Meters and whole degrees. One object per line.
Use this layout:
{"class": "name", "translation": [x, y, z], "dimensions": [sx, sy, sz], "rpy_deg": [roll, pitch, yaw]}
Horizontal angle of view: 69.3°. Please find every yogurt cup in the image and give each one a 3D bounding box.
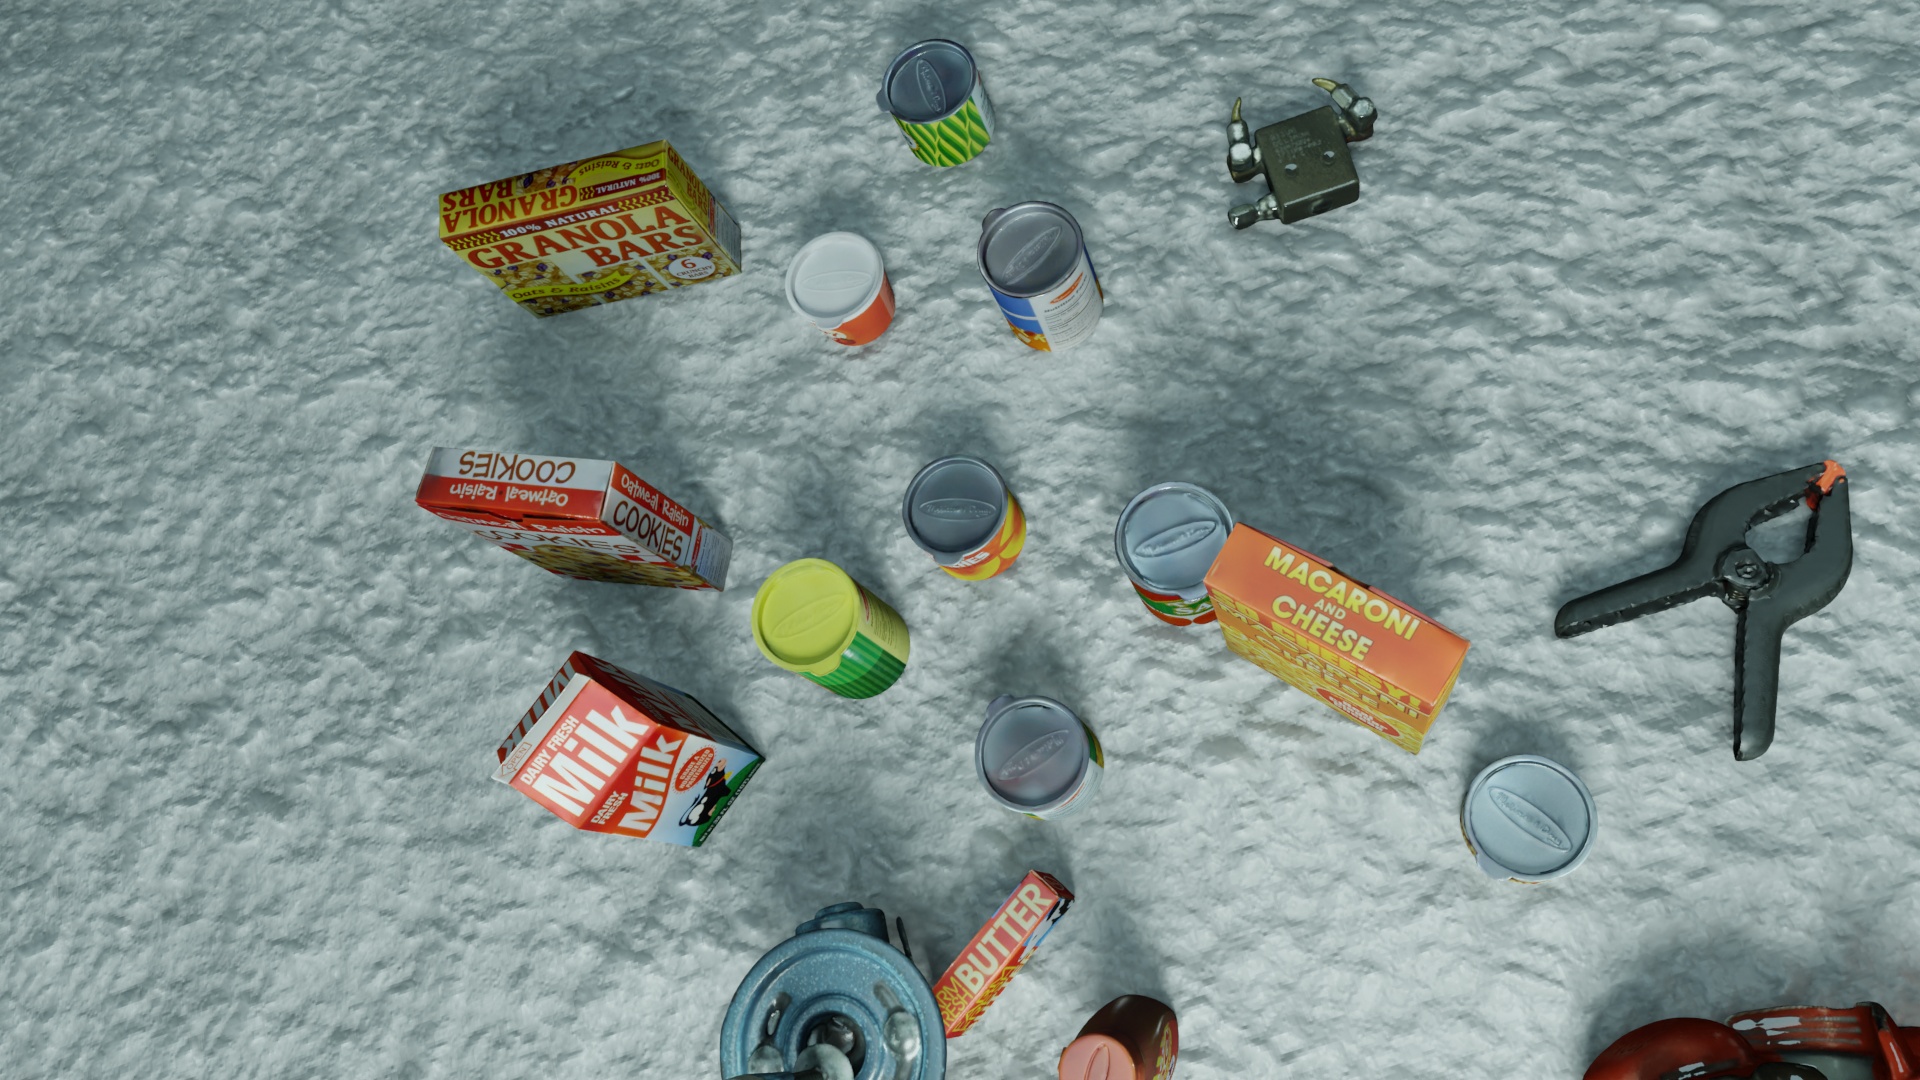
{"class": "yogurt cup", "translation": [-0.077, -0.166, 0.934], "dimensions": [0.072, 0.054, 0.072], "rpy_deg": [-4, 72, 14]}

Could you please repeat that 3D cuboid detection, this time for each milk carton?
{"class": "milk carton", "translation": [-0.194, 0.121, 0.801], "dimensions": [0.073, 0.190, 0.072], "rpy_deg": [36, 85, 22]}

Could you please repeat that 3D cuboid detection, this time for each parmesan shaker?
{"class": "parmesan shaker", "translation": [-0.075, 0.058, 0.836], "dimensions": [0.071, 0.103, 0.071], "rpy_deg": [-4, 72, 14]}

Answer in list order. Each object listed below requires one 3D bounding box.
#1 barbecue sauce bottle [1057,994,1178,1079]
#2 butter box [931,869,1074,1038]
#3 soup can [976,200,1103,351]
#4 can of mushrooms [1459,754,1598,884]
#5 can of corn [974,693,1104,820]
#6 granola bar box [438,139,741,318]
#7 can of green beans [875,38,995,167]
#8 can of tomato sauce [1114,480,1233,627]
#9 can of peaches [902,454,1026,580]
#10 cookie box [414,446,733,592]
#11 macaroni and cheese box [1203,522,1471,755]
{"class": "barbecue sauce bottle", "translation": [0.080, 0.265, 0.705], "dimensions": [0.044, 0.148, 0.065], "rpy_deg": [15, 78, 19]}
{"class": "butter box", "translation": [0.021, 0.233, 0.782], "dimensions": [0.024, 0.053, 0.103], "rpy_deg": [39, 86, 22]}
{"class": "soup can", "translation": [0.051, -0.168, 0.884], "dimensions": [0.071, 0.083, 0.071], "rpy_deg": [-4, 72, 14]}
{"class": "can of mushrooms", "translation": [0.301, 0.151, 0.743], "dimensions": [0.071, 0.033, 0.071], "rpy_deg": [-4, 72, 14]}
{"class": "can of corn", "translation": [0.046, 0.125, 0.807], "dimensions": [0.071, 0.058, 0.071], "rpy_deg": [-4, 72, 14]}
{"class": "granola bar box", "translation": [-0.251, -0.210, 0.956], "dimensions": [0.165, 0.124, 0.039], "rpy_deg": [-10, 71, 12]}
{"class": "can of green beans", "translation": [-0.014, -0.300, 0.958], "dimensions": [0.071, 0.057, 0.071], "rpy_deg": [-4, 72, 14]}
{"class": "can of tomato sauce", "translation": [0.130, 0.011, 0.807], "dimensions": [0.071, 0.083, 0.071], "rpy_deg": [-4, 72, 14]}
{"class": "can of peaches", "translation": [0.003, -0.011, 0.861], "dimensions": [0.071, 0.058, 0.071], "rpy_deg": [-4, 72, 14]}
{"class": "cookie box", "translation": [-0.234, -0.009, 0.865], "dimensions": [0.123, 0.167, 0.040], "rpy_deg": [5, 75, 16]}
{"class": "macaroni and cheese box", "translation": [0.196, 0.054, 0.730], "dimensions": [0.124, 0.166, 0.040], "rpy_deg": [30, 83, 21]}
